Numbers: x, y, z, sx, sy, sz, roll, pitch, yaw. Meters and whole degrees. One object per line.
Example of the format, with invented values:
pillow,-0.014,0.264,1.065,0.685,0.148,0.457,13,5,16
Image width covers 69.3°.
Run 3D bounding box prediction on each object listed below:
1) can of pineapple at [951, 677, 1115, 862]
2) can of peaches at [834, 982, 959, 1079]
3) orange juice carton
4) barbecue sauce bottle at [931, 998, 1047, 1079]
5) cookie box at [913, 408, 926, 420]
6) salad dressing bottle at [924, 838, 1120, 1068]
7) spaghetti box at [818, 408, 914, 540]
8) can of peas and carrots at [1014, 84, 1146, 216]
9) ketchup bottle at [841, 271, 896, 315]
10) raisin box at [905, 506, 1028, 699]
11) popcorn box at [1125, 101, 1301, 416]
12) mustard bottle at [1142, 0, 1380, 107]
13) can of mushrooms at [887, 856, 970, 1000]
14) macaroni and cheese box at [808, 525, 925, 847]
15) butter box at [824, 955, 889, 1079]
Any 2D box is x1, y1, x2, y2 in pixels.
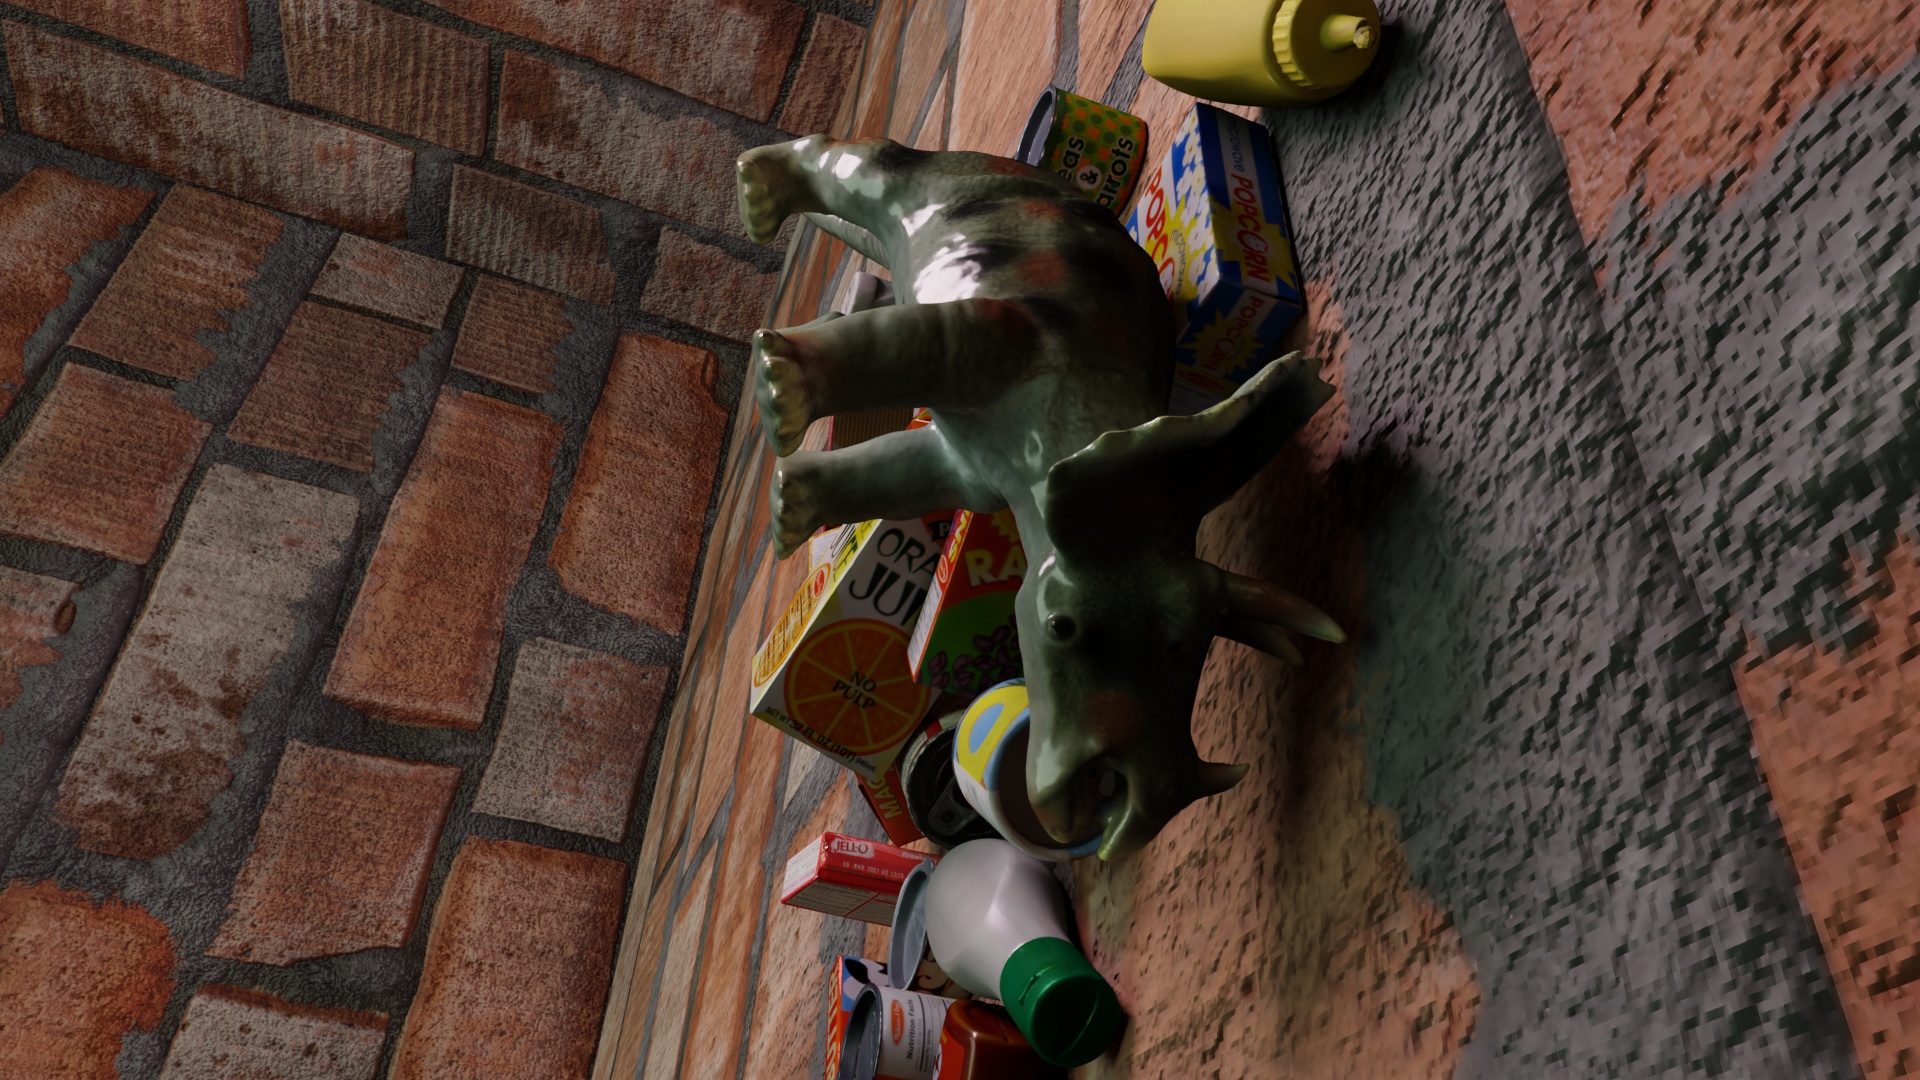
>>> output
can of pineapple,0.036,0.091,0.571,0.058,0.071,0.071,-168,93,-75
can of peaches,-0.021,0.244,0.641,0.071,0.058,0.071,-164,89,-76
orange juice carton,-0.020,0.011,0.664,0.192,0.072,0.073,-56,15,9
barbecue sauce bottle,-0.001,0.269,0.565,0.065,0.044,0.148,151,133,-82
cookie box,-0.007,-0.126,0.918,0.167,0.040,0.123,-24,49,48
salad dressing bottle,0.024,0.169,0.578,0.064,0.044,0.147,-58,15,-3
spaghetti box,-0.067,0.006,0.899,0.029,0.050,0.248,-103,19,-61
can of peas and carrots,0.068,-0.220,0.799,0.071,0.059,0.071,-163,89,-75
ketchup bottle,0.015,-0.092,0.676,0.065,0.149,0.043,-88,18,-44
raisin box,0.036,0.012,0.612,0.040,0.086,0.123,-109,37,-74
popcorn box,0.102,-0.116,0.595,0.084,0.038,0.127,121,159,-45
mustard bottle,0.126,-0.200,0.554,0.160,0.065,0.048,-132,53,-67
can of mushrooms,-0.011,0.197,0.701,0.071,0.033,0.071,-163,88,-77
macaroni and cheese box,-0.050,0.081,0.828,0.167,0.040,0.123,-101,-11,-61
butter box,-0.041,0.263,0.706,0.104,0.053,0.024,-93,21,-52
